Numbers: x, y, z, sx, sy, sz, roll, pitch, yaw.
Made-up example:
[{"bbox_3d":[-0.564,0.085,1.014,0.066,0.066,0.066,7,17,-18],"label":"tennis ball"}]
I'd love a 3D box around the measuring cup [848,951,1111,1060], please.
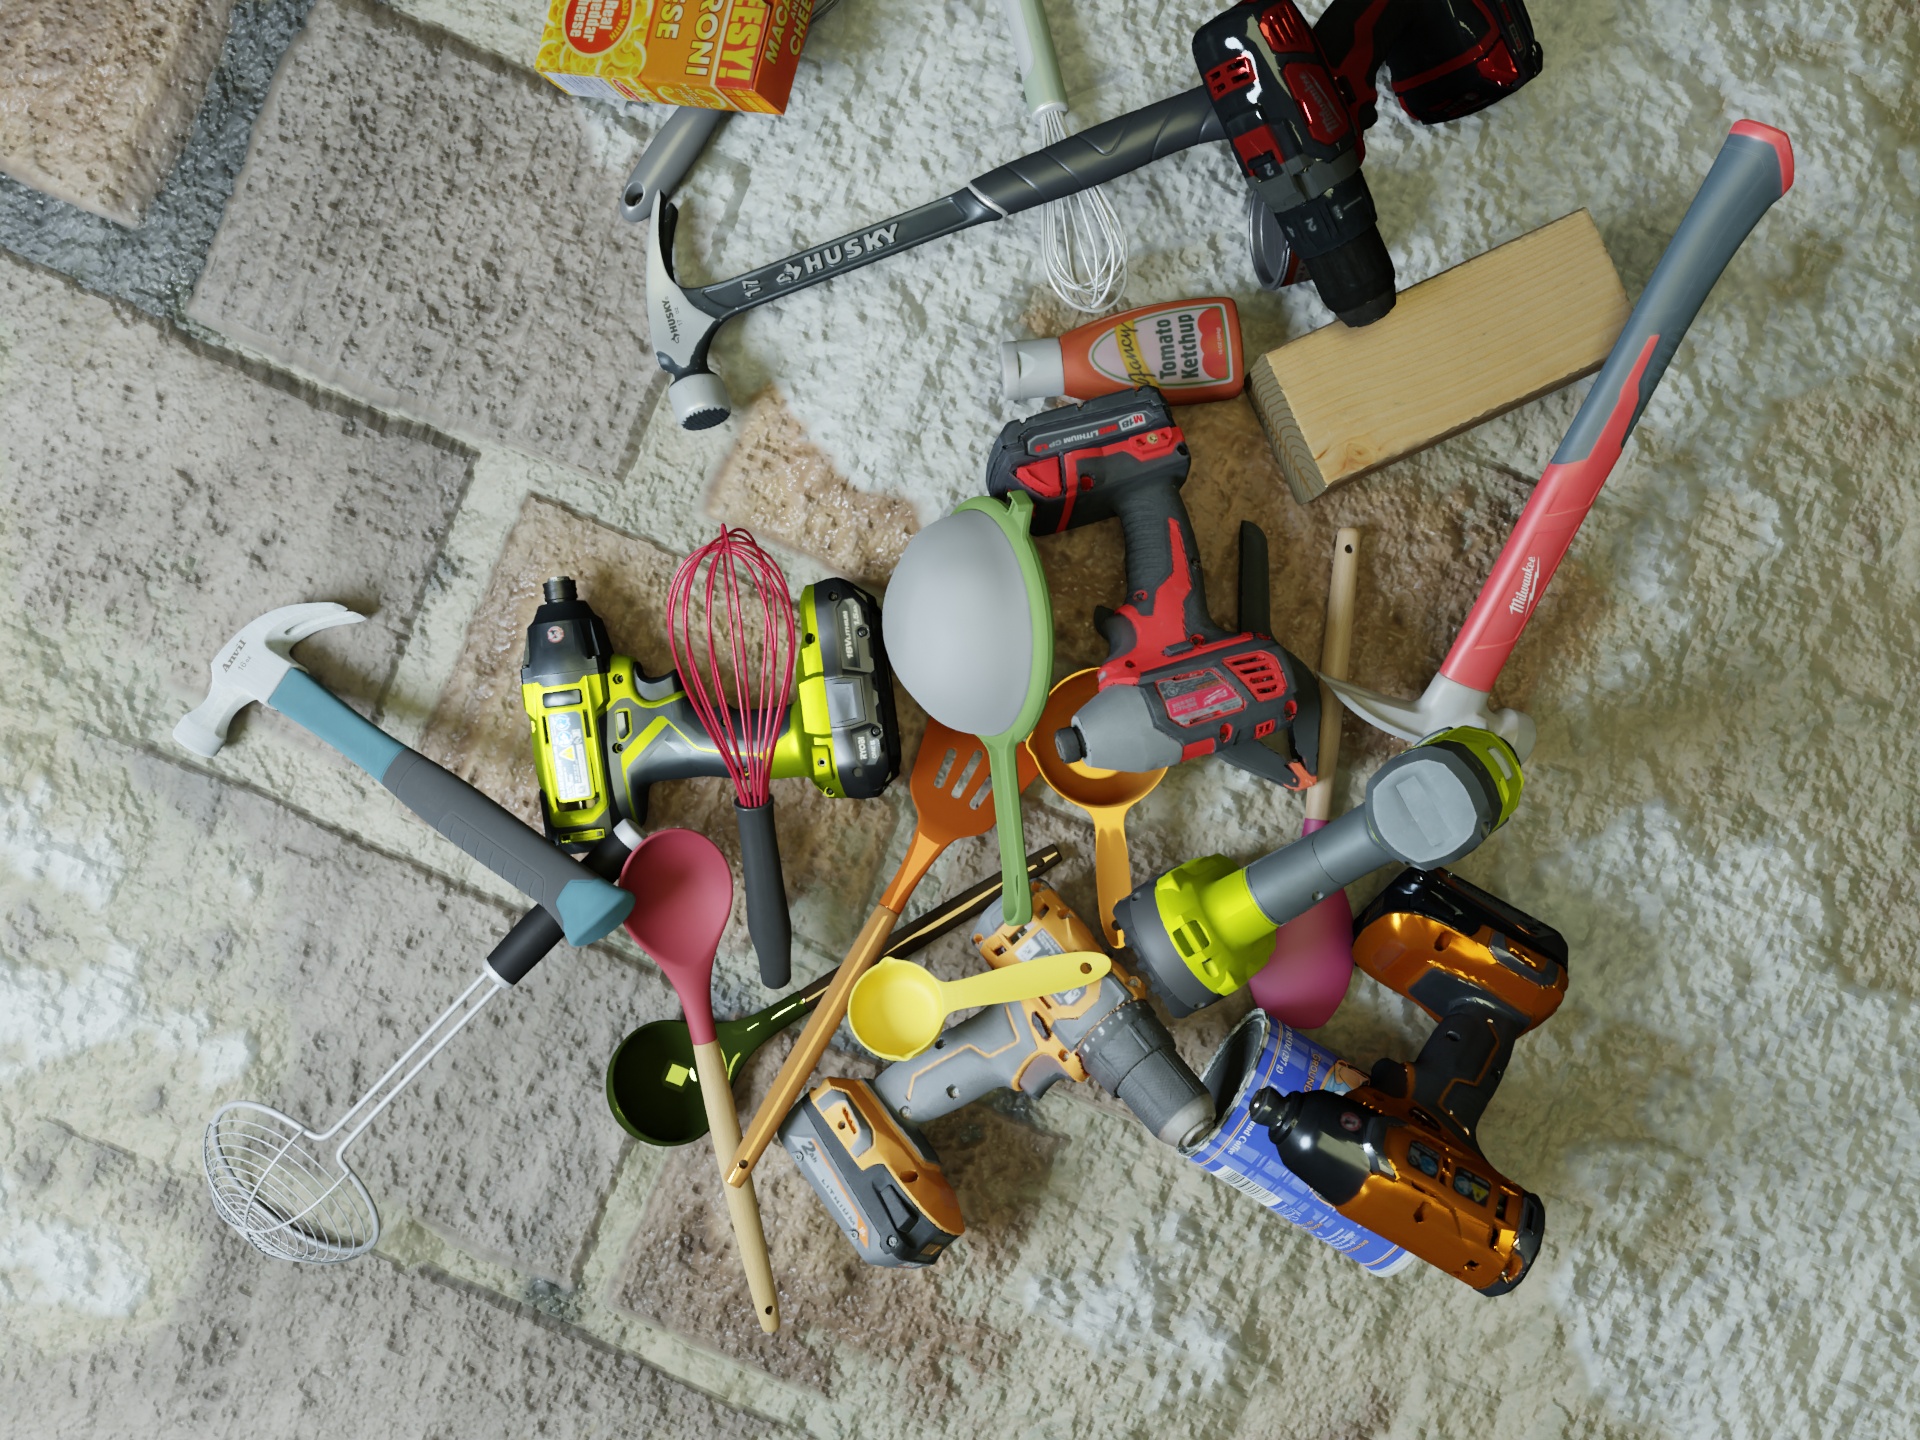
[{"bbox_3d":[0.012,0.162,0.937,0.156,0.029,0.062,-12,69,-2],"label":"measuring cup"}]

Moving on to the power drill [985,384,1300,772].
[{"bbox_3d":[0.097,-0.077,0.944,0.143,0.078,0.220,-17,74,-9],"label":"power drill"}]

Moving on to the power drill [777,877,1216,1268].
[{"bbox_3d":[0.025,0.231,0.953,0.226,0.084,0.185,-43,62,0],"label":"power drill"}]

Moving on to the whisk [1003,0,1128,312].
[{"bbox_3d":[0.057,-0.373,0.996,0.059,0.058,0.246,-11,85,-24],"label":"whisk"}]

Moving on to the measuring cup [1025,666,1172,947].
[{"bbox_3d":[0.090,0.052,0.994,0.095,0.052,0.173,-5,93,1],"label":"measuring cup"}]

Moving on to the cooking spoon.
[{"bbox_3d":[0.228,0.037,1.006,0.069,0.017,0.319,6,90,3],"label":"cooking spoon"}]

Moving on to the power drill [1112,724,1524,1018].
[{"bbox_3d":[0.218,0.076,0.920,0.228,0.190,0.080,-34,80,26],"label":"power drill"}]

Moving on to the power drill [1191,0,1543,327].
[{"bbox_3d":[0.243,-0.352,0.920,0.227,0.080,0.187,-41,110,-30],"label":"power drill"}]

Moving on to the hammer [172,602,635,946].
[{"bbox_3d":[-0.331,0.037,0.960,0.331,0.033,0.128,31,86,19],"label":"hammer"}]

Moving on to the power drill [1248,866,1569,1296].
[{"bbox_3d":[0.260,0.192,0.913,0.164,0.084,0.227,29,48,1],"label":"power drill"}]

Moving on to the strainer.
[{"bbox_3d":[-0.001,-0.003,0.938,0.069,0.151,0.256,-6,89,-25],"label":"strainer"}]

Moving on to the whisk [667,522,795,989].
[{"bbox_3d":[-0.121,0.029,0.915,0.073,0.073,0.295,-3,115,1],"label":"whisk"}]

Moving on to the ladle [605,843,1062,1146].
[{"bbox_3d":[-0.075,0.163,0.994,0.320,0.062,0.078,-30,88,-2],"label":"ladle"}]

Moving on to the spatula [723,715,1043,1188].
[{"bbox_3d":[-0.056,0.137,0.972,0.081,0.041,0.322,31,81,-2],"label":"spatula"}]

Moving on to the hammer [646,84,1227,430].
[{"bbox_3d":[-0.004,-0.313,0.967,0.409,0.036,0.149,-19,81,9],"label":"hammer"}]

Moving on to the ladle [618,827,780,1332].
[{"bbox_3d":[-0.146,0.217,0.954,0.069,0.031,0.315,-13,95,-18],"label":"ladle"}]

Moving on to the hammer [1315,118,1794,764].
[{"bbox_3d":[0.350,-0.158,0.920,0.143,0.038,0.386,17,110,-16],"label":"hammer"}]

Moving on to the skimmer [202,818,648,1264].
[{"bbox_3d":[-0.321,0.192,0.980,0.127,0.090,0.363,44,91,-5],"label":"skimmer"}]

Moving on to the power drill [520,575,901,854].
[{"bbox_3d":[-0.157,-0.015,0.986,0.223,0.080,0.171,-8,91,4],"label":"power drill"}]

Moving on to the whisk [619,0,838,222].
[{"bbox_3d":[-0.139,-0.412,1.001,0.055,0.055,0.239,38,95,1],"label":"whisk"}]
